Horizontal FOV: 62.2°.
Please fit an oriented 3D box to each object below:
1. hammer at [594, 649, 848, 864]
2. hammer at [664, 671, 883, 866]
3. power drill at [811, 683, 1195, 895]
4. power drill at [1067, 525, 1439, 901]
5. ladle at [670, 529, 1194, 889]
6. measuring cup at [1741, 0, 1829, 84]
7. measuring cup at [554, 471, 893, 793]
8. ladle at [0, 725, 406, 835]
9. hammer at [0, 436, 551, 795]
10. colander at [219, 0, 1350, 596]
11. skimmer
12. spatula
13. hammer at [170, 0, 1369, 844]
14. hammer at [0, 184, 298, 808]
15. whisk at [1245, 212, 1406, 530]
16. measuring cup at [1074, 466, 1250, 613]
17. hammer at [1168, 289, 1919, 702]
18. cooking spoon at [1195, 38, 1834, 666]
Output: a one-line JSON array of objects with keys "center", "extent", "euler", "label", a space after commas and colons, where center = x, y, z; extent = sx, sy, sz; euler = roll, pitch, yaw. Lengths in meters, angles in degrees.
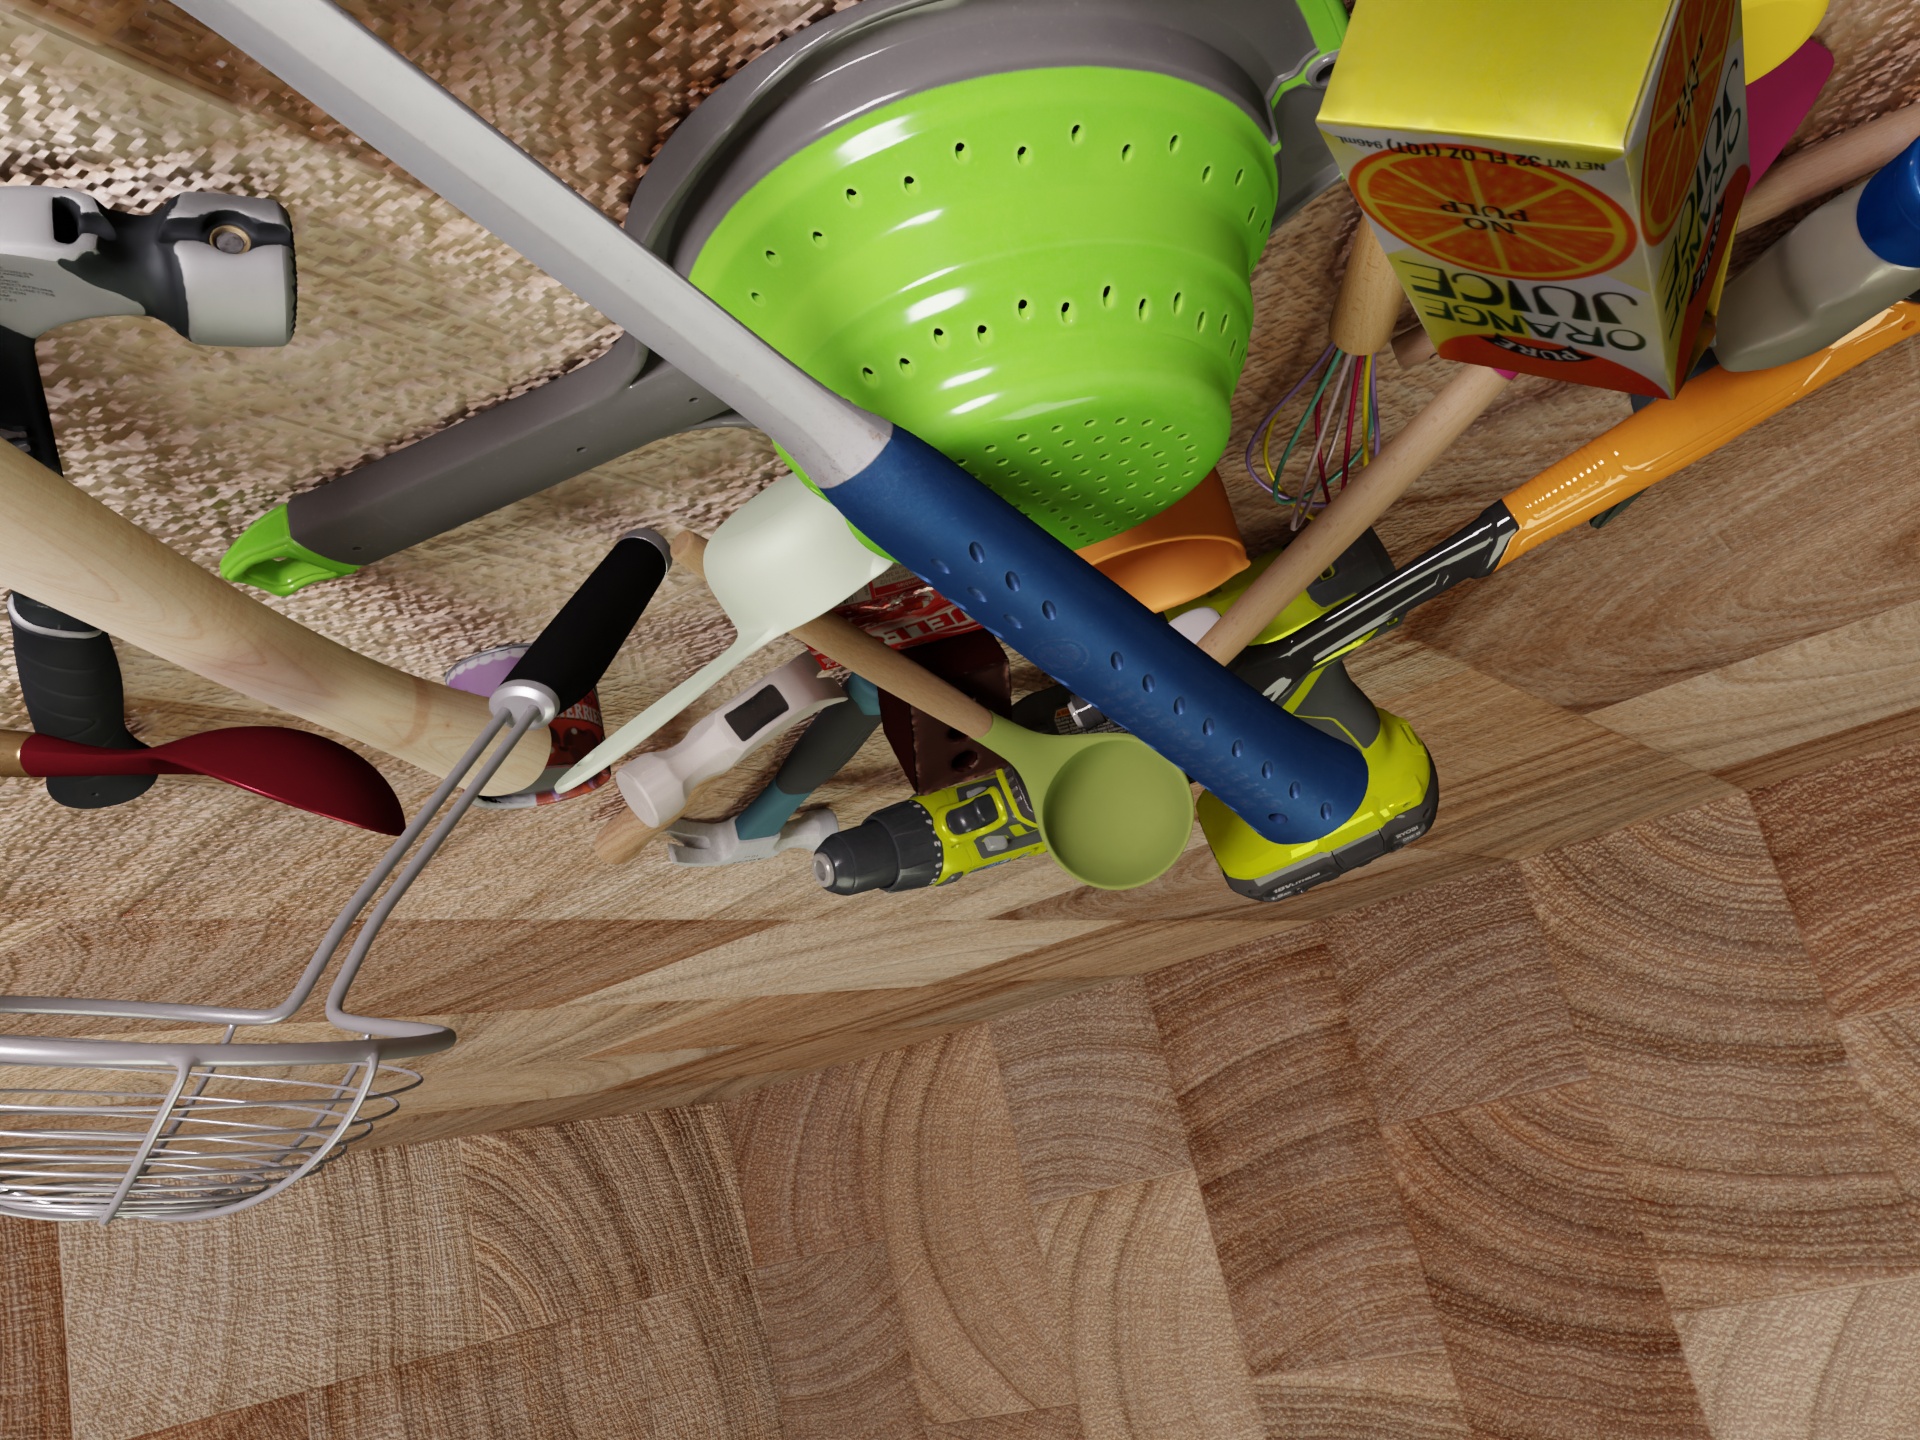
[{"center": [-0.151, 0.035, 0.857], "extent": [0.130, 0.031, 0.331], "euler": [-36, -178, -26], "label": "hammer"}, {"center": [-0.092, 0.030, 0.947], "extent": [0.128, 0.033, 0.331], "euler": [-7, 163, -25], "label": "hammer"}, {"center": [0.026, 0.050, 1.001], "extent": [0.190, 0.080, 0.228], "euler": [-13, 167, -34], "label": "power drill"}, {"center": [0.165, 0.003, 0.855], "extent": [0.171, 0.080, 0.223], "euler": [-26, 139, 9], "label": "power drill"}, {"center": [-0.001, -0.002, 0.704], "extent": [0.319, 0.062, 0.078], "euler": [31, 99, -44], "label": "ladle"}, {"center": [0.229, -0.208, 0.393], "extent": [0.062, 0.029, 0.156], "euler": [-4, 164, -30], "label": "measuring cup"}, {"center": [-0.087, -0.039, 0.558], "extent": [0.167, 0.038, 0.083], "euler": [-44, -157, -29], "label": "measuring cup"}, {"center": [-0.328, 0.011, 0.529], "extent": [0.315, 0.031, 0.069], "euler": [3, 169, 13], "label": "ladle"}, {"center": [-0.240, -0.028, 0.483], "extent": [0.146, 0.038, 0.410], "euler": [-12, 165, 6], "label": "hammer"}, {"center": [-0.061, -0.079, 0.479], "extent": [0.397, 0.095, 0.204], "euler": [-19, 163, 18], "label": "colander"}, {"center": [-0.153, 0.002, 0.452], "extent": [0.127, 0.090, 0.363], "euler": [2, -149, 10], "label": "skimmer"}, {"center": [0.301, -0.190, 0.541], "extent": [0.316, 0.018, 0.059], "euler": [-21, 167, 22], "label": "spatula"}, {"center": [-0.037, -0.067, 0.372], "extent": [0.144, 0.035, 0.405], "euler": [-24, 137, 38], "label": "hammer"}, {"center": [-0.303, -0.042, 0.519], "extent": [0.149, 0.036, 0.409], "euler": [-5, 162, -26], "label": "hammer"}, {"center": [0.144, -0.128, 0.575], "extent": [0.051, 0.047, 0.244], "euler": [-19, 162, -2], "label": "whisk"}, {"center": [0.064, -0.068, 0.706], "extent": [0.095, 0.052, 0.173], "euler": [-10, 166, -11], "label": "measuring cup"}, {"center": [0.255, -0.087, 0.695], "extent": [0.337, 0.034, 0.127], "euler": [-32, 141, 18], "label": "hammer"}, {"center": [0.177, -0.111, 0.579], "extent": [0.068, 0.017, 0.318], "euler": [-3, 145, -42], "label": "cooking spoon"}]
